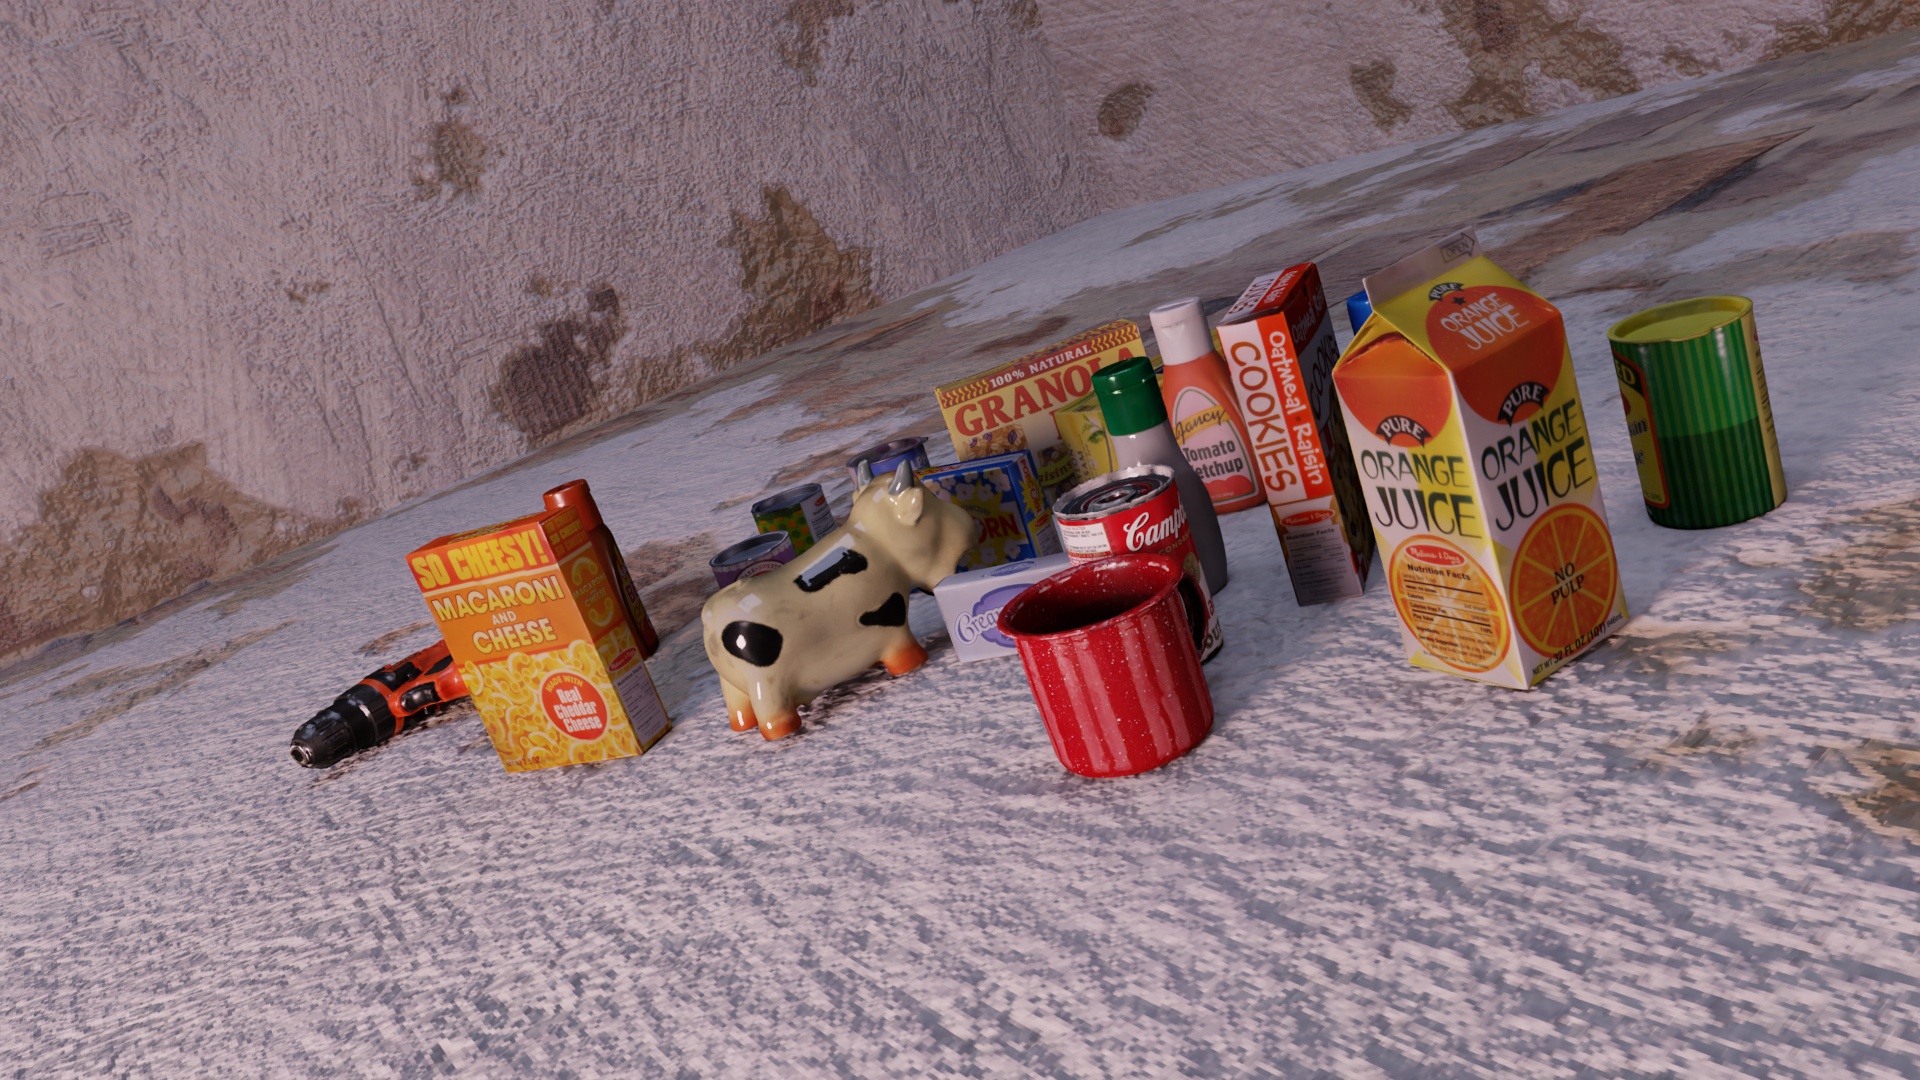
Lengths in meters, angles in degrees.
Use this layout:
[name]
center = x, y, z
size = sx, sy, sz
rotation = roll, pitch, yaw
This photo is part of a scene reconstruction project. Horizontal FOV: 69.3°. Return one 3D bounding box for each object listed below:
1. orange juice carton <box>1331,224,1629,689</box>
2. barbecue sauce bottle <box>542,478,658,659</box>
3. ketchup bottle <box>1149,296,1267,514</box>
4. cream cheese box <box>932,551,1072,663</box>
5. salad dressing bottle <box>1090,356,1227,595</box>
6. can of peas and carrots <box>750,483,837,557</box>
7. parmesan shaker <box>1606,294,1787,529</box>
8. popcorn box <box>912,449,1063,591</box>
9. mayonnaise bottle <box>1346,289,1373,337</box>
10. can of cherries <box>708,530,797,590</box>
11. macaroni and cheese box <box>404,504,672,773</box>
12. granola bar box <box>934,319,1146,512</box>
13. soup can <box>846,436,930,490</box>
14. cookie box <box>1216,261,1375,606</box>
[orange juice carton]
center = 0.228, -0.037, 0.621
size = 0.072, 0.192, 0.073
rotation = -26, 16, -23
[barbecue sauce bottle]
center = -0.288, 0.025, 1.106
size = 0.044, 0.148, 0.065
rotation = -21, 15, -5
[ketchup bottle]
center = 0.169, -0.093, 0.963
size = 0.064, 0.148, 0.044
rotation = -11, 17, 28
[cream cheese box]
center = 0.039, 0.040, 0.842
size = 0.103, 0.053, 0.024
rotation = -12, 17, 26
[salad dressing bottle]
center = 0.117, -0.035, 0.831
size = 0.044, 0.147, 0.064
rotation = -3, 22, 46
[can of peas and carrots]
center = -0.146, -0.011, 1.228
size = 0.071, 0.058, 0.071
rotation = -18, 15, 5
[parmesan shaker]
center = 0.373, -0.064, 0.704
size = 0.071, 0.102, 0.071
rotation = -18, 15, 5
[popcorn box]
center = 0.004, -0.013, 1.005
size = 0.126, 0.085, 0.038
rotation = -8, 19, 35
[mayonnaise bottle]
center = 0.253, -0.070, 0.784
size = 0.064, 0.147, 0.041
rotation = -15, 16, 17
[can of cherries]
center = -0.156, 0.032, 1.094
size = 0.071, 0.058, 0.072
rotation = -18, 15, 5
[macaroni and cheese box]
center = -0.279, 0.067, 0.919
size = 0.123, 0.166, 0.040
rotation = -12, 17, 27
[granola bar box]
center = 0.077, -0.091, 1.111
size = 0.166, 0.124, 0.039
rotation = -20, 15, -4
[soup can]
center = -0.047, -0.037, 1.151
size = 0.071, 0.083, 0.071
rotation = -18, 15, 5
[cookie box]
center = 0.199, -0.065, 0.796
size = 0.040, 0.167, 0.123
rotation = -12, 17, 26
